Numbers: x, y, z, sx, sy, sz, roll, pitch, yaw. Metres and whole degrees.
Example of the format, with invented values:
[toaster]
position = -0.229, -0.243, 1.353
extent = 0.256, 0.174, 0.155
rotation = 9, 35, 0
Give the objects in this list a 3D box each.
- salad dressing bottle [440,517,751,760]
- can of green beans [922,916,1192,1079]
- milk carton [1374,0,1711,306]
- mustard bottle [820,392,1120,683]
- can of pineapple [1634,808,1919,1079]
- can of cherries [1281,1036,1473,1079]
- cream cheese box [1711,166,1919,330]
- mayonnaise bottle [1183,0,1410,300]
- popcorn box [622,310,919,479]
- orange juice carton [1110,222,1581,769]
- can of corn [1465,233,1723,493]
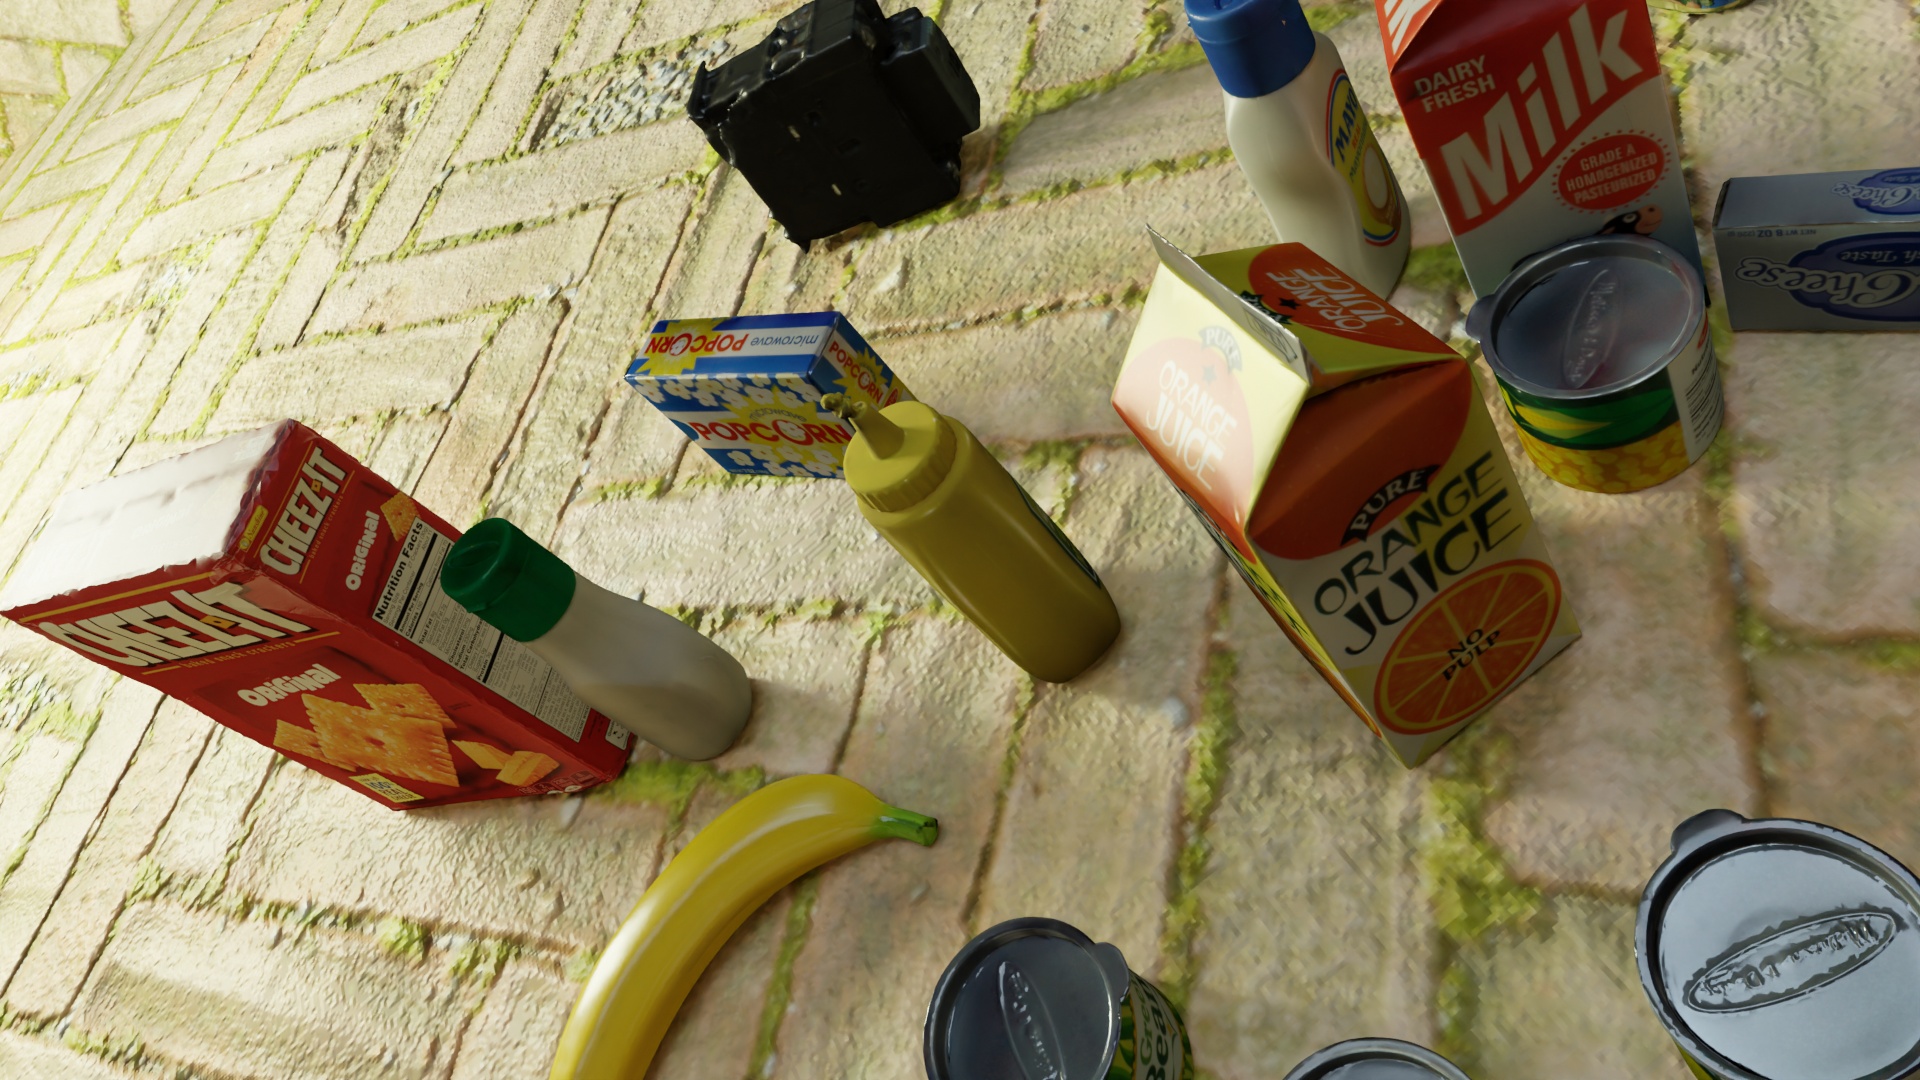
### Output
[salad dressing bottle]
position = -0.149, 0.043, 0.581
extent = 0.064, 0.147, 0.044
rotation = -12, 52, 29
[can of green beans]
position = 0.031, 0.158, 0.430
extent = 0.071, 0.057, 0.071
rotation = -19, 49, 24
[milk carton]
position = 0.186, -0.149, 0.453
extent = 0.073, 0.190, 0.073
rotation = -16, 51, 26
[mustard bottle]
position = 0.002, -0.006, 0.501
extent = 0.049, 0.160, 0.065
rotation = -42, 44, 3
[can of pineapple]
position = 0.206, 0.108, 0.342
extent = 0.071, 0.057, 0.071
rotation = -19, 49, 24
[can of cherries]
position = 0.118, 0.171, 0.358
extent = 0.071, 0.058, 0.072
rotation = -19, 49, 24
[cream cheese box]
position = 0.294, -0.089, 0.429
extent = 0.104, 0.053, 0.024
rotation = 7, 63, 39
[mayonnaise bottle]
position = 0.130, -0.154, 0.528
extent = 0.041, 0.147, 0.065
rotation = 0, 59, 36
[popcorn box]
position = -0.086, -0.067, 0.663
extent = 0.126, 0.085, 0.038
rotation = 4, 62, 38
[orange juice carton]
position = 0.111, -0.016, 0.406
extent = 0.073, 0.192, 0.072
rotation = -40, 44, 5
[can of corn]
position = 0.211, -0.058, 0.462
extent = 0.071, 0.058, 0.071
rotation = -19, 49, 24
